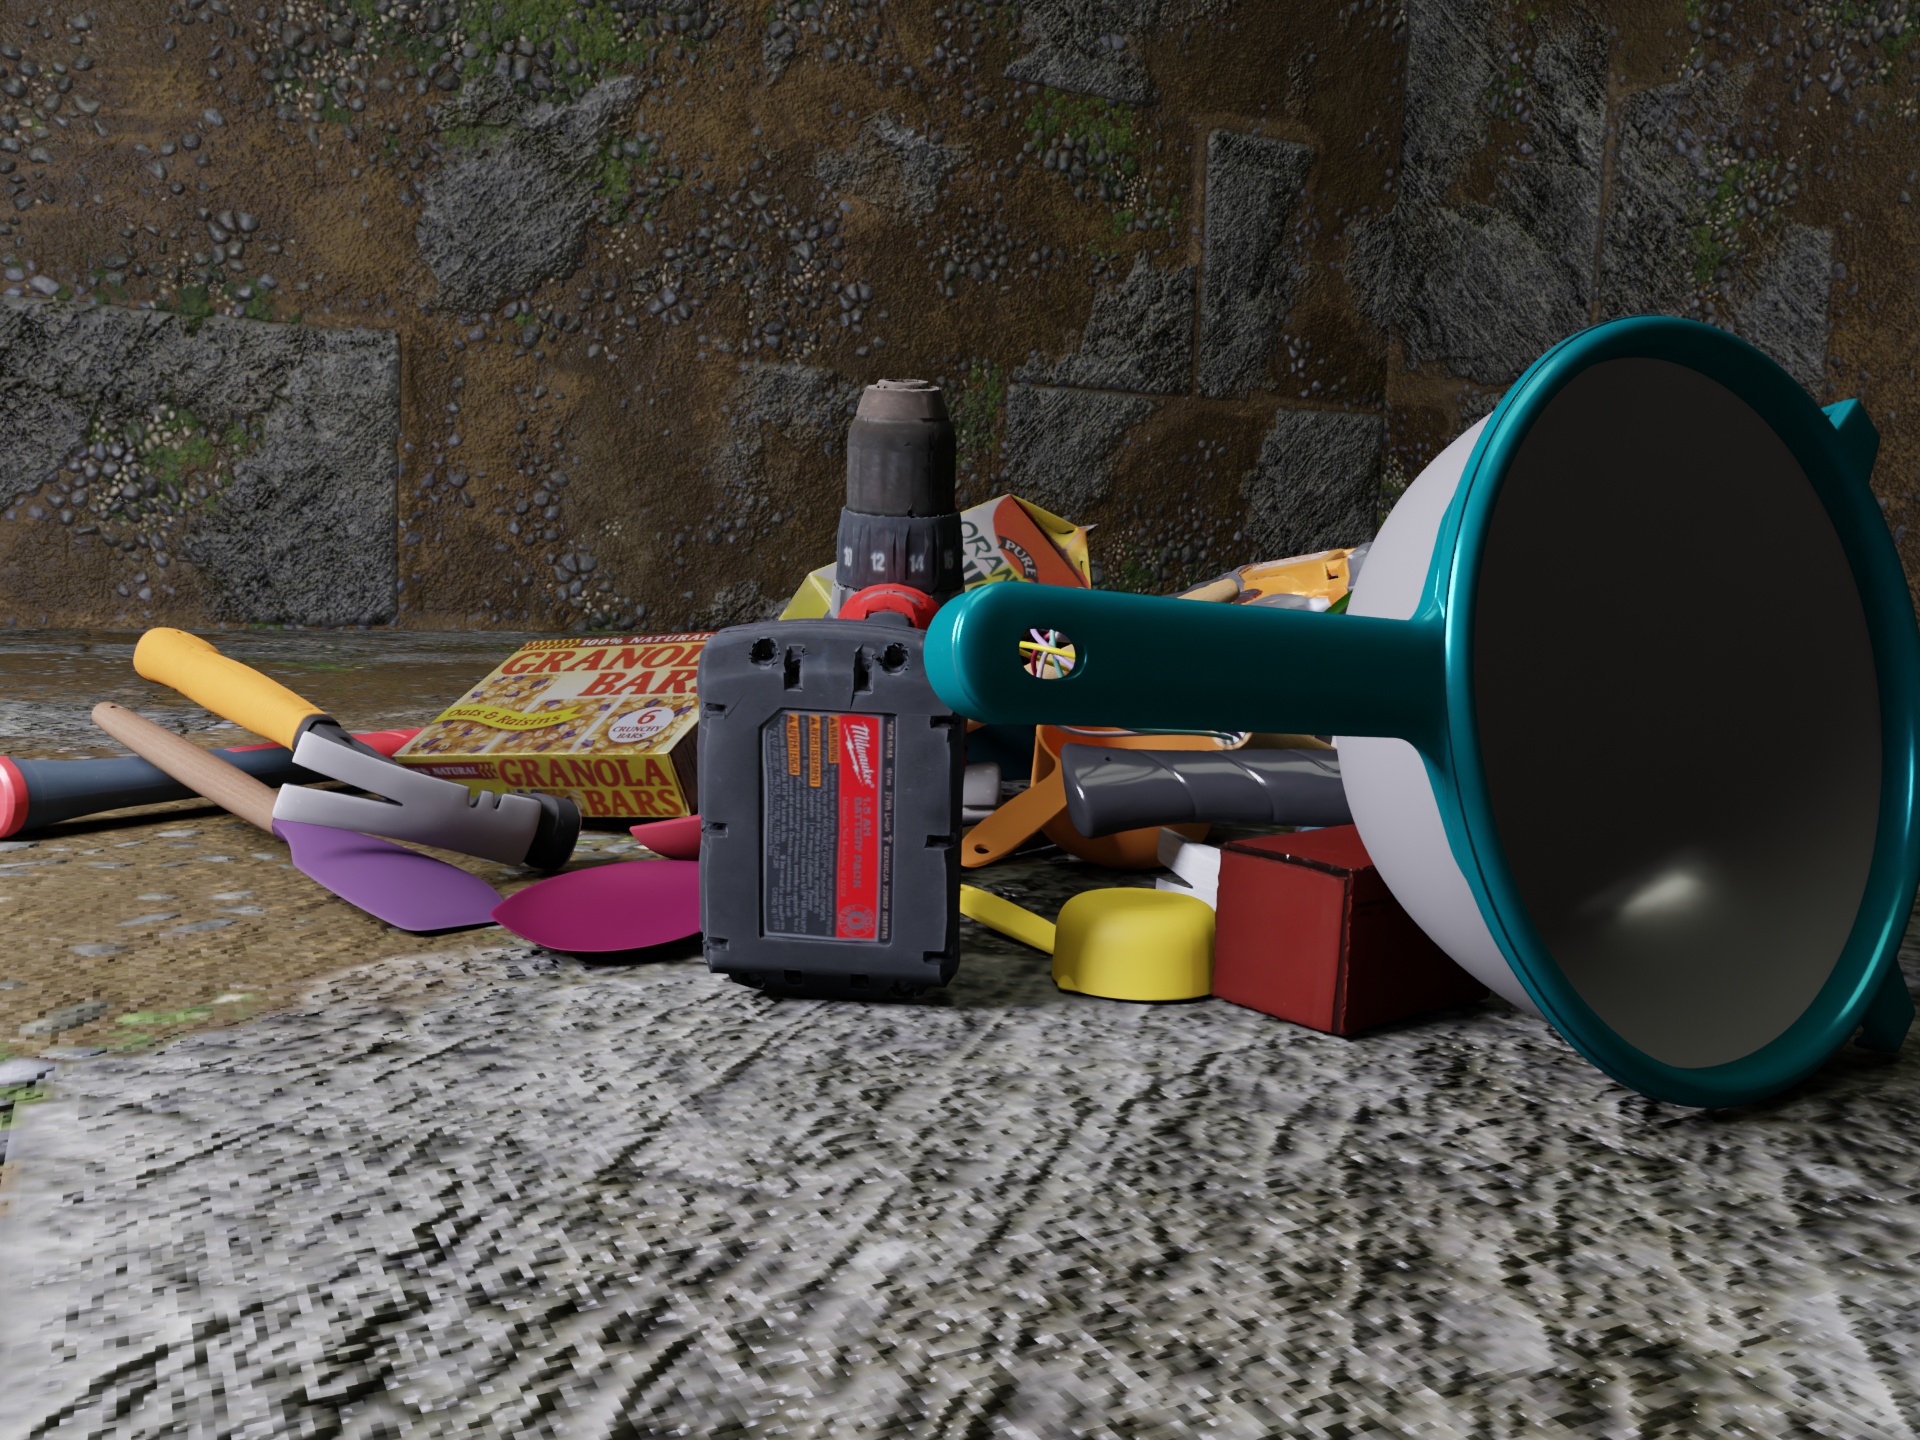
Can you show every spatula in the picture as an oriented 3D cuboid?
[{"bbox_3d":[0.017,0.009,1.065,0.082,0.044,0.317,15,2,-9],"label":"spatula"},{"bbox_3d":[-0.293,0.035,0.670,0.316,0.018,0.059,18,12,38],"label":"spatula"}]

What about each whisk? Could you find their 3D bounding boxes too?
[{"bbox_3d":[0.101,-0.004,0.673,0.047,0.051,0.244,-21,-25,33],"label":"whisk"}]

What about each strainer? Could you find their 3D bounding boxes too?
[{"bbox_3d":[0.124,-0.004,0.426,0.340,0.211,0.095,3,-6,-31],"label":"strainer"}]

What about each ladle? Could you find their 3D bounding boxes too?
[{"bbox_3d":[-0.001,-0.002,0.738,0.315,0.031,0.069,-25,5,-17],"label":"ladle"}]

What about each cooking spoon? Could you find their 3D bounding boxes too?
[{"bbox_3d":[-0.048,0.062,0.650,0.069,0.017,0.318,18,15,37],"label":"cooking spoon"}]

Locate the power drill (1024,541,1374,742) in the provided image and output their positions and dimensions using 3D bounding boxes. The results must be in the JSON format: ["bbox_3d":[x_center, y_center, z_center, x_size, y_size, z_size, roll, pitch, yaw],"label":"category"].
[{"bbox_3d":[0.128,-0.034,0.894,0.185,0.084,0.226,-6,18,45],"label":"power drill"}]

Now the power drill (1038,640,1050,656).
[{"bbox_3d":[0.102,-0.024,1.120,0.228,0.080,0.190,6,-1,-7],"label":"power drill"}]

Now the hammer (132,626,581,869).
[{"bbox_3d":[-0.318,0.000,0.739,0.337,0.034,0.127,18,-2,43],"label":"hammer"}]

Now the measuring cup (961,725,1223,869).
[{"bbox_3d":[0.051,0.045,0.704,0.095,0.052,0.173,23,34,30],"label":"measuring cup"}]

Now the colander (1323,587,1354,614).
[{"bbox_3d":[0.316,0.044,0.619,0.204,0.094,0.397,-32,40,-23],"label":"colander"}]

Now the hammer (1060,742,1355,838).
[{"bbox_3d":[0.234,0.021,0.561,0.409,0.036,0.149,0,35,17],"label":"hammer"}]

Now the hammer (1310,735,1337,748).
[{"bbox_3d":[0.347,0.034,0.808,0.331,0.031,0.130,8,6,2],"label":"hammer"}]

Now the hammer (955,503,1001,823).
[{"bbox_3d":[-0.048,-0.054,0.934,0.149,0.036,0.359,2,34,1],"label":"hammer"}]

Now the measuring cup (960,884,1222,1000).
[{"bbox_3d":[0.034,0.066,0.568,0.062,0.029,0.157,-2,8,-30],"label":"measuring cup"}]

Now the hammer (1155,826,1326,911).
[{"bbox_3d":[0.168,0.054,0.718,0.128,0.033,0.331,4,6,15],"label":"hammer"}]

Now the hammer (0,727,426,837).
[{"bbox_3d":[-0.327,0.022,0.866,0.143,0.038,0.386,6,7,26],"label":"hammer"}]

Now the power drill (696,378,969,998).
[{"bbox_3d":[-0.031,-0.021,0.570,0.080,0.187,0.227,3,16,3],"label":"power drill"}]
